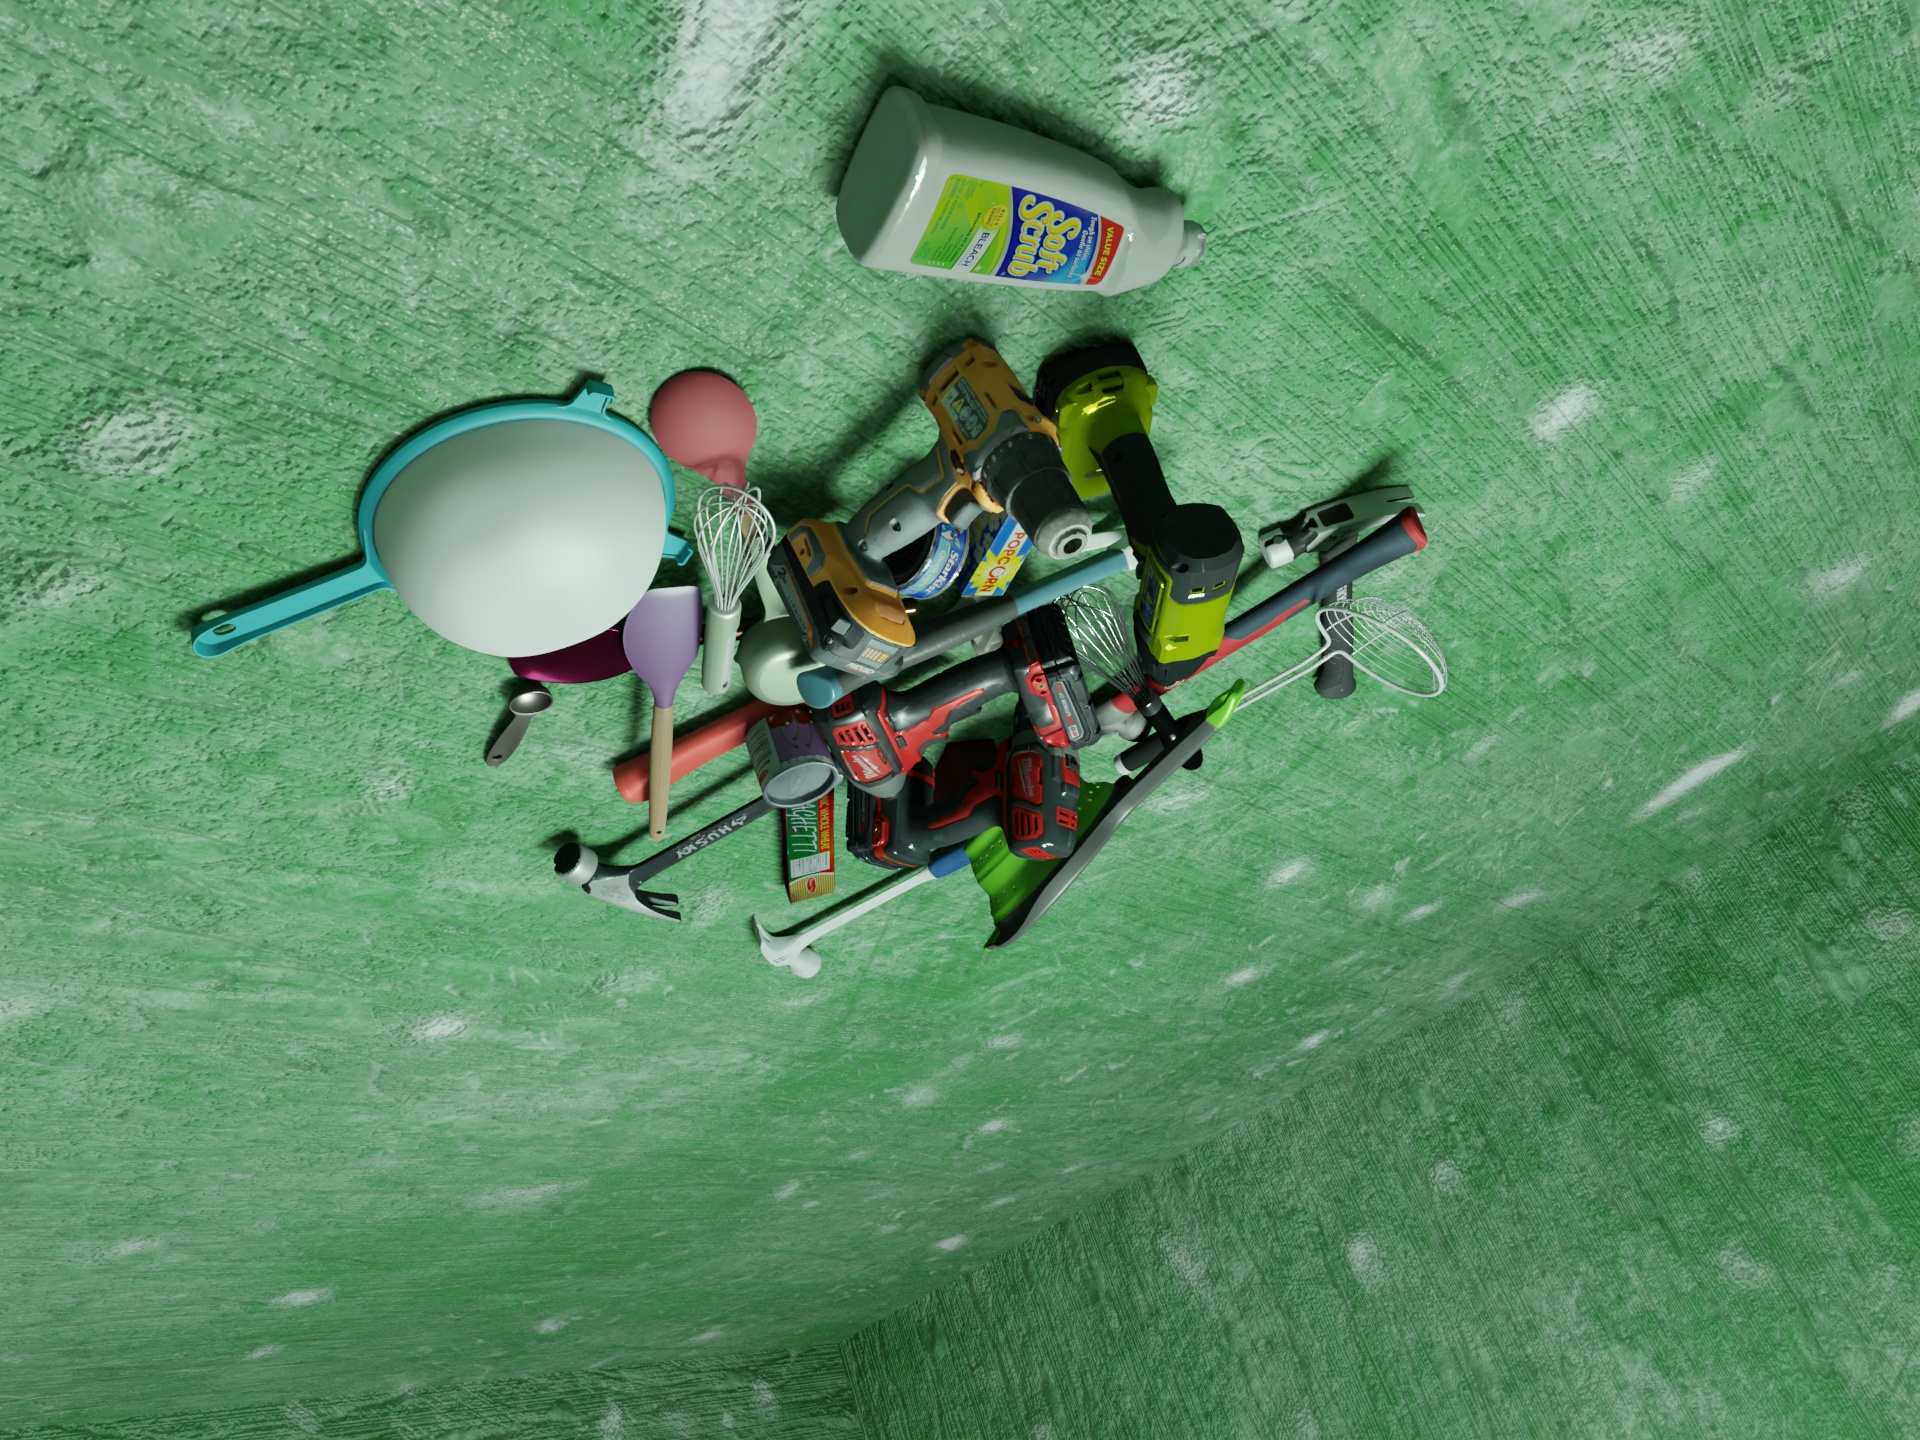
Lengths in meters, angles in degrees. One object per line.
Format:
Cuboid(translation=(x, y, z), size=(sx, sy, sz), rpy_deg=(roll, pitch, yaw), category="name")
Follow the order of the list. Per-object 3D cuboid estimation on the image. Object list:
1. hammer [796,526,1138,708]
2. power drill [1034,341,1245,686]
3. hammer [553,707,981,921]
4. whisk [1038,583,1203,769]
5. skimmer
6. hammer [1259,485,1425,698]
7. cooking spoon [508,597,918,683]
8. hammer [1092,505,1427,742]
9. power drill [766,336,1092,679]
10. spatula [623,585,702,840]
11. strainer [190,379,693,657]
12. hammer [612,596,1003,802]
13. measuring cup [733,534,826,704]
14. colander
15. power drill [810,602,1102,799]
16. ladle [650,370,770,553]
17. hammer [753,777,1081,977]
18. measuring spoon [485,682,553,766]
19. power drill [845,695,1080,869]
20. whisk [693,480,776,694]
Cuboid(translation=(0.027, -0.085, 1.245), size=(0.331, 0.128, 0.033), rpy_deg=(-24, 107, -17), category="hammer")
Cuboid(translation=(0.125, -0.144, 1.140), size=(0.080, 0.223, 0.171), rpy_deg=(-15, 149, -11), category="power drill")
Cuboid(translation=(-0.162, 0.072, 1.440), size=(0.409, 0.036, 0.149), rpy_deg=(-28, 142, 15), category="hammer")
Cuboid(translation=(0.154, -0.036, 1.429), size=(0.070, 0.070, 0.284), rpy_deg=(-30, 134, 14), category="whisk")
Cuboid(translation=(0.278, -0.009, 1.470), size=(0.127, 0.090, 0.363), rpy_deg=(40, 131, -23), category="skimmer")
Cuboid(translation=(0.371, -0.110, 1.546), size=(0.146, 0.035, 0.334), rpy_deg=(-22, 150, 2), category="hammer")
Cuboid(translation=(-0.189, -0.069, 1.241), size=(0.319, 0.017, 0.068), rpy_deg=(-8, 145, -10), category="cooking spoon")
Cuboid(translation=(0.248, -0.085, 1.450), size=(0.143, 0.038, 0.386), rpy_deg=(13, 144, -43), category="hammer")
Cuboid(translation=(-0.017, -0.126, 1.092), size=(0.226, 0.186, 0.084), rpy_deg=(-45, 144, 22), category="power drill")
Cuboid(translation=(-0.243, 0.002, 1.285), size=(0.059, 0.018, 0.315), rpy_deg=(-7, 143, -18), category="spatula")
Cuboid(translation=(-0.346, -0.085, 1.061), size=(0.340, 0.095, 0.210), rpy_deg=(-22, 150, -3), category="strainer")
Cuboid(translation=(-0.136, -0.025, 1.353), size=(0.359, 0.037, 0.149), rpy_deg=(-25, 150, 6), category="hammer")
Cuboid(translation=(-0.137, -0.072, 1.209), size=(0.083, 0.038, 0.167), rpy_deg=(-13, 143, -6), category="measuring cup")
Cuboid(translation=(0.110, 0.063, 1.454), size=(0.397, 0.094, 0.204), rpy_deg=(-49, 180, 41), category="colander")
Cuboid(translation=(-0.002, -0.004, 1.323), size=(0.219, 0.079, 0.143), rpy_deg=(-18, 139, 5), category="power drill")
Cuboid(translation=(-0.154, -0.142, 1.164), size=(0.069, 0.031, 0.315), rpy_deg=(-14, 152, 1), category="ladle")
Cuboid(translation=(-0.041, 0.168, 1.729), size=(0.405, 0.035, 0.144), rpy_deg=(-28, 150, 12), category="hammer")
Cuboid(translation=(-0.360, 0.002, 1.280), size=(0.034, 0.018, 0.124), rpy_deg=(1, 150, -35), category="measuring spoon")
Cuboid(translation=(0.008, 0.041, 1.437), size=(0.227, 0.188, 0.080), rpy_deg=(-11, 159, 35), category="power drill")
Cuboid(translation=(-0.171, -0.089, 1.160), size=(0.059, 0.058, 0.246), rpy_deg=(24, 147, 3), category="whisk")
